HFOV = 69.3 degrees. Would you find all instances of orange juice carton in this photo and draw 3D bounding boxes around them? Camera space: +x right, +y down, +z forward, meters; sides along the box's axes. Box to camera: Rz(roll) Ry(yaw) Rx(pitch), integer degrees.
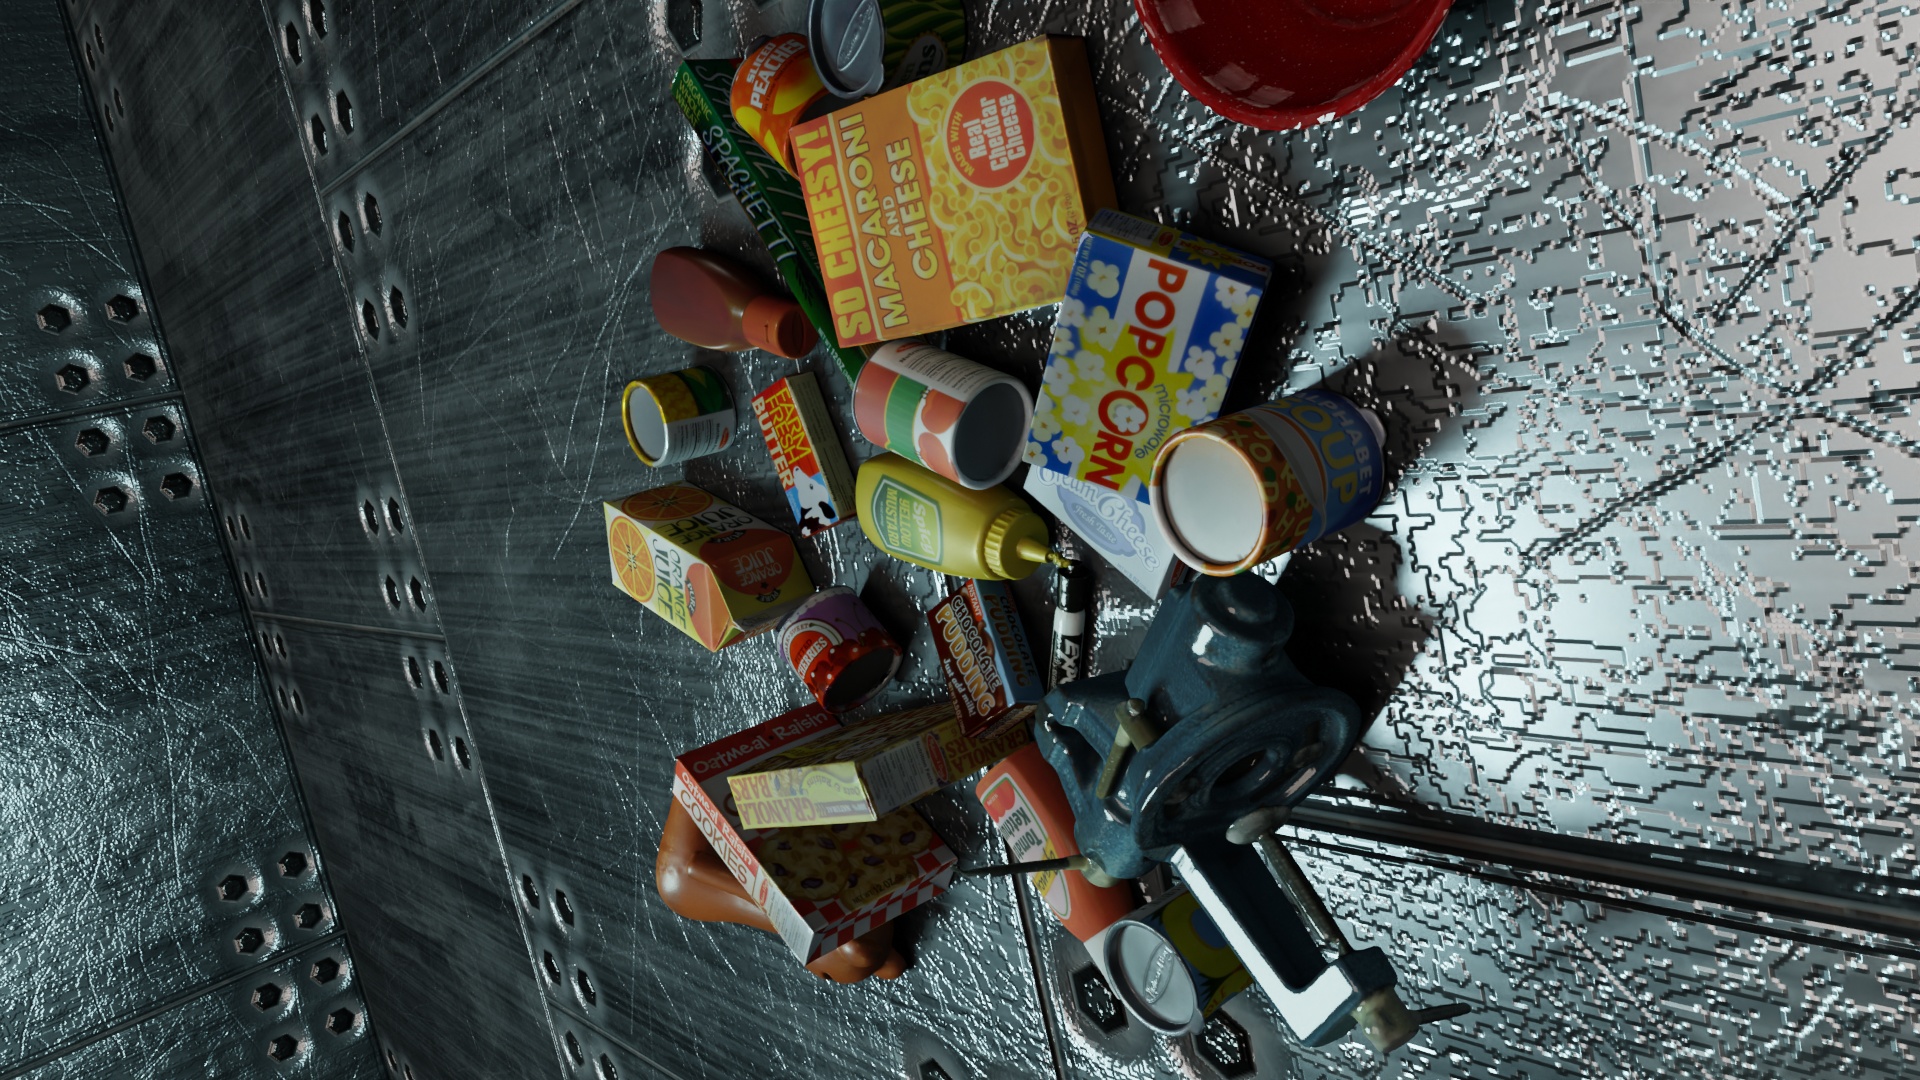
[{"bbox_3d":[-0.184,0.022,1.027,0.193,0.072,0.072,25,124,43],"label":"orange juice carton"}]

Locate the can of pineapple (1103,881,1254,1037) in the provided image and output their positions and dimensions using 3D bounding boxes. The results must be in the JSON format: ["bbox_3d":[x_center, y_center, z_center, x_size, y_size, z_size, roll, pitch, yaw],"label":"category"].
[{"bbox_3d":[0.121,0.225,0.750,0.071,0.058,0.070,24,123,43],"label":"can of pineapple"}]

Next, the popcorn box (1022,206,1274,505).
[{"bbox_3d":[0.086,-0.082,0.651,0.085,0.038,0.126,20,126,9],"label":"popcorn box"}]

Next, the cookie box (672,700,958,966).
[{"bbox_3d":[-0.102,0.194,0.958,0.168,0.123,0.040,43,134,31],"label":"cookie box"}]

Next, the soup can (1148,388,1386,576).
[{"bbox_3d":[0.135,-0.028,0.605,0.071,0.084,0.071,23,122,44],"label":"soup can"}]

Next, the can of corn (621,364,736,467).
[{"bbox_3d":[-0.208,-0.093,1.020,0.071,0.058,0.071,23,122,43],"label":"can of corn"}]

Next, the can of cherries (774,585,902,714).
[{"bbox_3d":[-0.083,0.073,0.925,0.058,0.072,0.071,48,137,26],"label":"can of cherries"}]

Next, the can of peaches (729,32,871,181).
[{"bbox_3d":[-0.091,-0.249,0.799,0.058,0.071,0.070,47,137,26],"label":"can of peaches"}]

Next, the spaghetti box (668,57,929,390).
[{"bbox_3d":[-0.100,-0.197,0.849,0.250,0.050,0.028,58,139,16],"label":"spaghetti box"}]

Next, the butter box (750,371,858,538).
[{"bbox_3d":[-0.103,-0.058,0.933,0.053,0.024,0.103,-24,87,52],"label":"butter box"}]

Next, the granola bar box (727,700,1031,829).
[{"bbox_3d":[-0.054,0.139,0.874,0.165,0.125,0.039,-19,90,52],"label":"granola bar box"}]

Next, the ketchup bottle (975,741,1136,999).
[{"bbox_3d":[0.067,0.193,0.815,0.149,0.044,0.064,56,148,17],"label":"ketchup bottle"}]

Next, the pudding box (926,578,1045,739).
[{"bbox_3d":[0.015,0.069,0.814,0.049,0.030,0.084,-37,58,37],"label":"pudding box"}]

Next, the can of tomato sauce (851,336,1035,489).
[{"bbox_3d":[-0.009,-0.070,0.778,0.083,0.071,0.071,27,125,41],"label":"can of tomato sauce"}]

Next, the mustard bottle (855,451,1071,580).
[{"bbox_3d":[0.003,-0.010,0.803,0.160,0.049,0.065,20,121,45],"label":"mustard bottle"}]

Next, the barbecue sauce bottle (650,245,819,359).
[{"bbox_3d":[-0.154,-0.156,0.938,0.149,0.044,0.064,25,124,42],"label":"barbecue sauce bottle"}]

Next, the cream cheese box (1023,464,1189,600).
[{"bbox_3d":[0.080,-0.021,0.723,0.104,0.024,0.053,43,133,31],"label":"cream cheese box"}]

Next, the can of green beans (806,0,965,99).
[{"bbox_3d":[-0.039,-0.270,0.737,0.071,0.058,0.071,24,122,44],"label":"can of green beans"}]

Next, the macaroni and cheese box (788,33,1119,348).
[{"bbox_3d":[-0.002,-0.174,0.716,0.166,0.040,0.123,-6,100,37],"label":"macaroni and cheese box"}]
